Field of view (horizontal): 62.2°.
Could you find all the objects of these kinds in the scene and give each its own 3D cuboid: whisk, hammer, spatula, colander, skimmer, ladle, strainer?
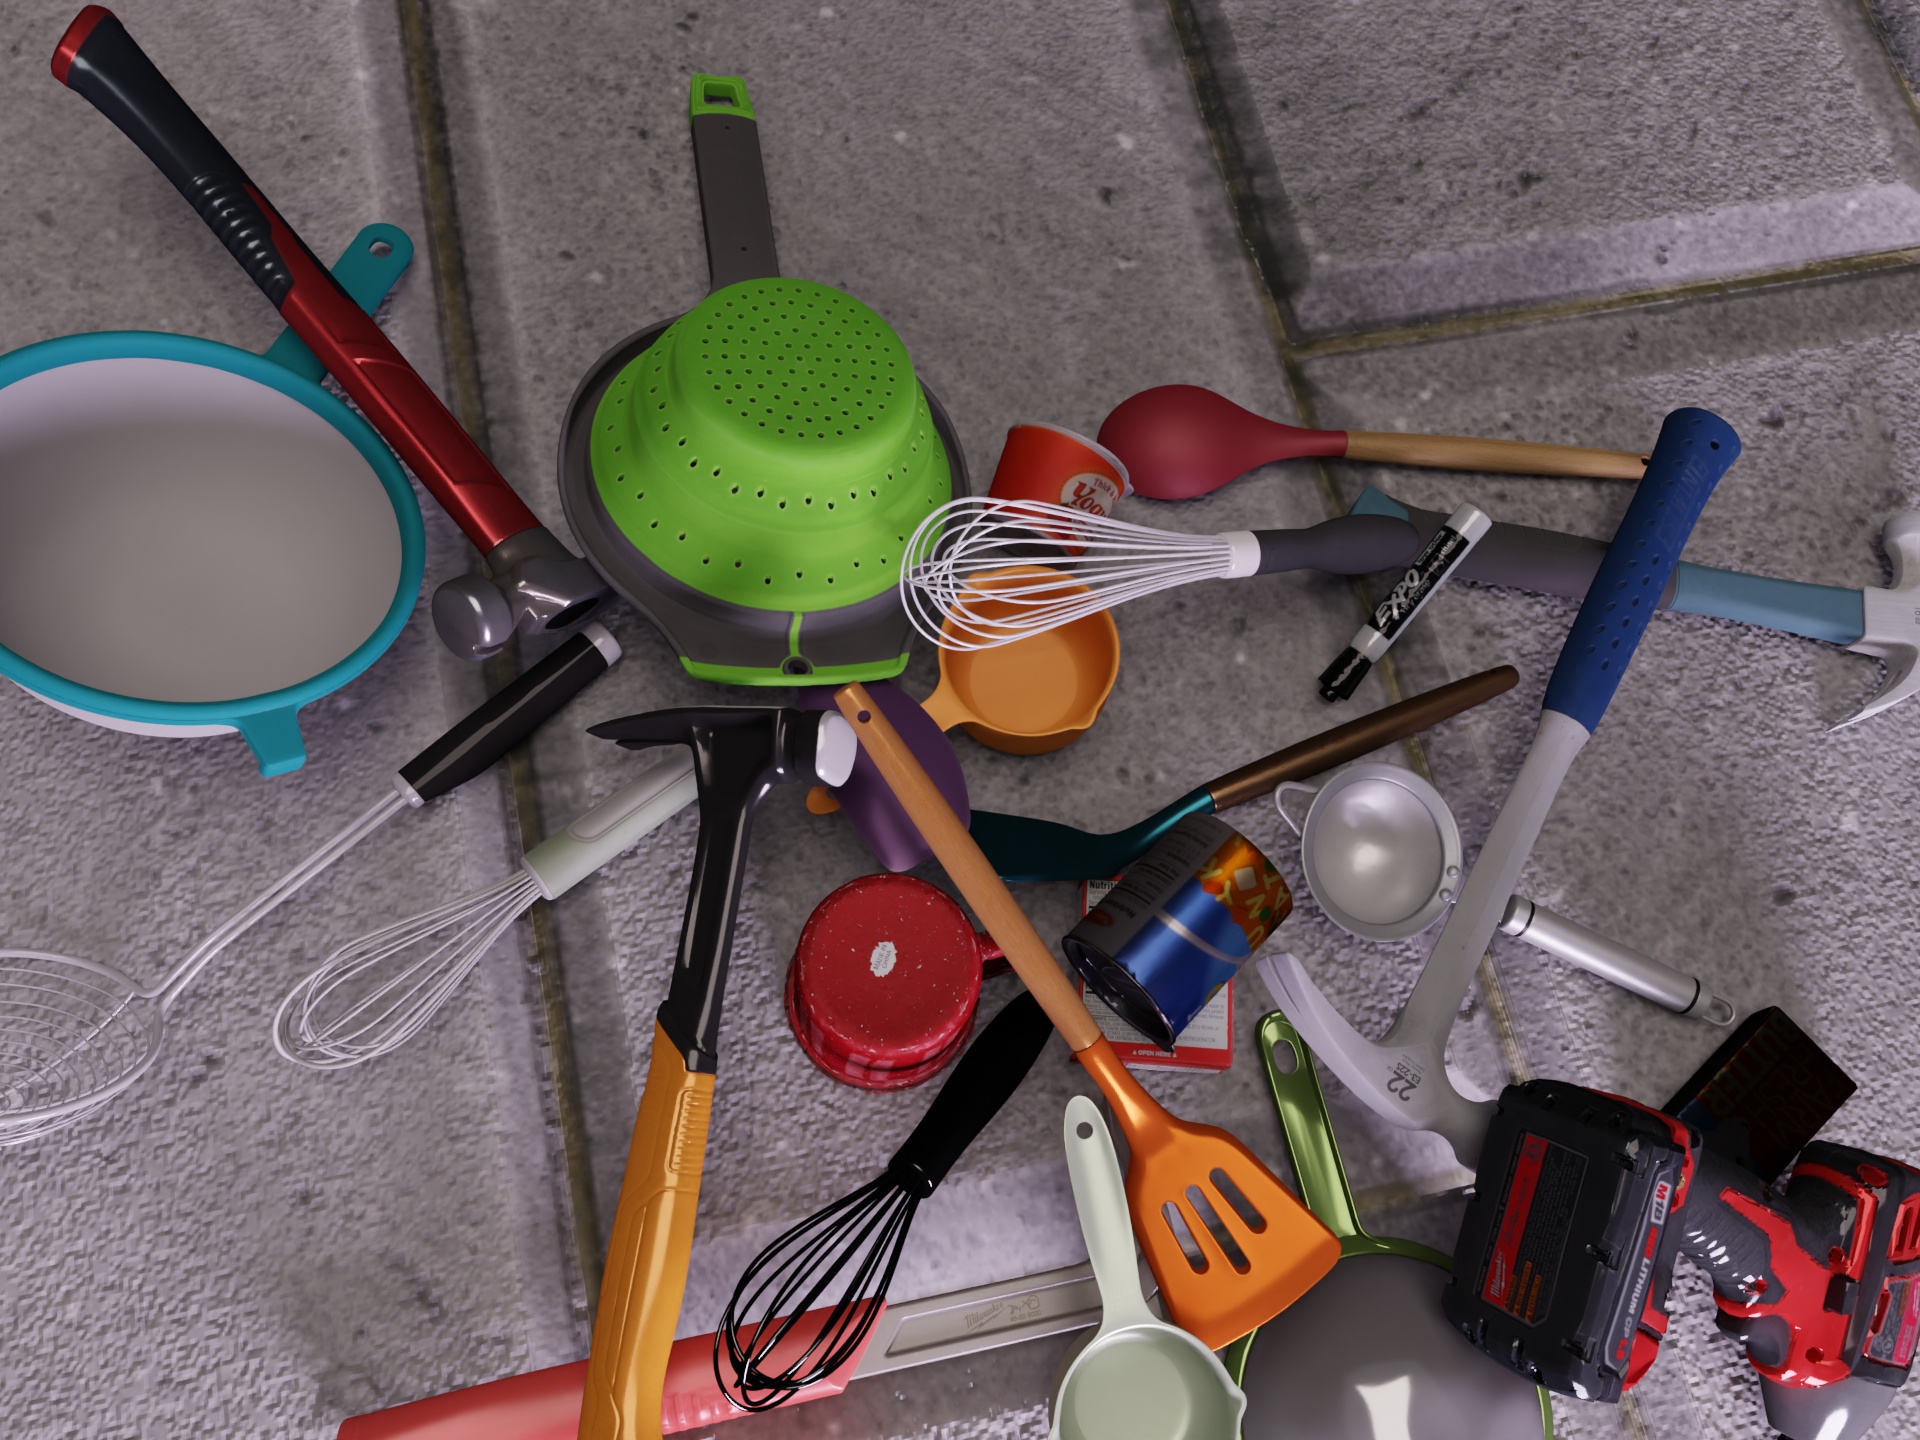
[{"bbox_3d":[0.103,-0.076,0.758,0.284,0.070,0.070,-6,71,-23],"label":"whisk"},{"bbox_3d":[-0.297,-0.201,0.774,0.386,0.038,0.143,49,42,7],"label":"hammer"},{"bbox_3d":[0.143,0.021,0.781,0.317,0.082,0.044,-21,116,-15],"label":"spatula"},{"bbox_3d":[-0.097,-0.209,0.785,0.204,0.094,0.397,-2,61,-17],"label":"colander"},{"bbox_3d":[-0.126,0.157,0.666,0.127,0.034,0.337,0,74,27],"label":"hammer"},{"bbox_3d":[0.282,0.007,0.762,0.144,0.035,0.406,33,70,-3],"label":"hammer"},{"bbox_3d":[-0.311,0.052,0.709,0.363,0.090,0.127,-41,48,-19],"label":"skimmer"},{"bbox_3d":[-0.023,0.190,0.672,0.055,0.055,0.239,38,46,8],"label":"whisk"},{"bbox_3d":[0.232,-0.146,0.860,0.315,0.031,0.069,3,71,-6],"label":"ladle"},{"bbox_3d":[0.261,0.093,0.772,0.258,0.050,0.087,25,76,-2],"label":"strainer"},{"bbox_3d":[-0.351,-0.117,0.772,0.211,0.095,0.341,26,48,-14],"label":"strainer"},{"bbox_3d":[0.180,0.250,0.694,0.151,0.069,0.256,-11,74,-9],"label":"strainer"},{"bbox_3d":[0.362,-0.076,0.843,0.331,0.033,0.128,10,69,-1],"label":"hammer"},{"bbox_3d":[-0.080,0.266,0.684,0.359,0.036,0.149,-9,72,-8],"label":"hammer"},{"bbox_3d":[0.043,0.119,0.674,0.081,0.041,0.322,-34,98,-1],"label":"spatula"},{"bbox_3d":[-0.091,-0.063,0.772,0.060,0.018,0.316,-29,68,-14],"label":"spatula"},{"bbox_3d":[-0.203,0.077,0.735,0.246,0.059,0.058,-36,50,-20],"label":"whisk"}]

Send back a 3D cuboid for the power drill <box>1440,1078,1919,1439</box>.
[{"bbox_3d":[0.321,0.239,0.676,0.219,0.078,0.143,18,86,-23],"label":"power drill"}]

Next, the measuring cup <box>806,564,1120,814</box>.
[{"bbox_3d":[-0.001,-0.002,0.777,0.173,0.052,0.095,-36,77,-9],"label":"measuring cup"}]

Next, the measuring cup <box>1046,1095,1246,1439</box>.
[{"bbox_3d":[0.064,0.240,0.661,0.083,0.038,0.168,-10,79,-8],"label":"measuring cup"}]
